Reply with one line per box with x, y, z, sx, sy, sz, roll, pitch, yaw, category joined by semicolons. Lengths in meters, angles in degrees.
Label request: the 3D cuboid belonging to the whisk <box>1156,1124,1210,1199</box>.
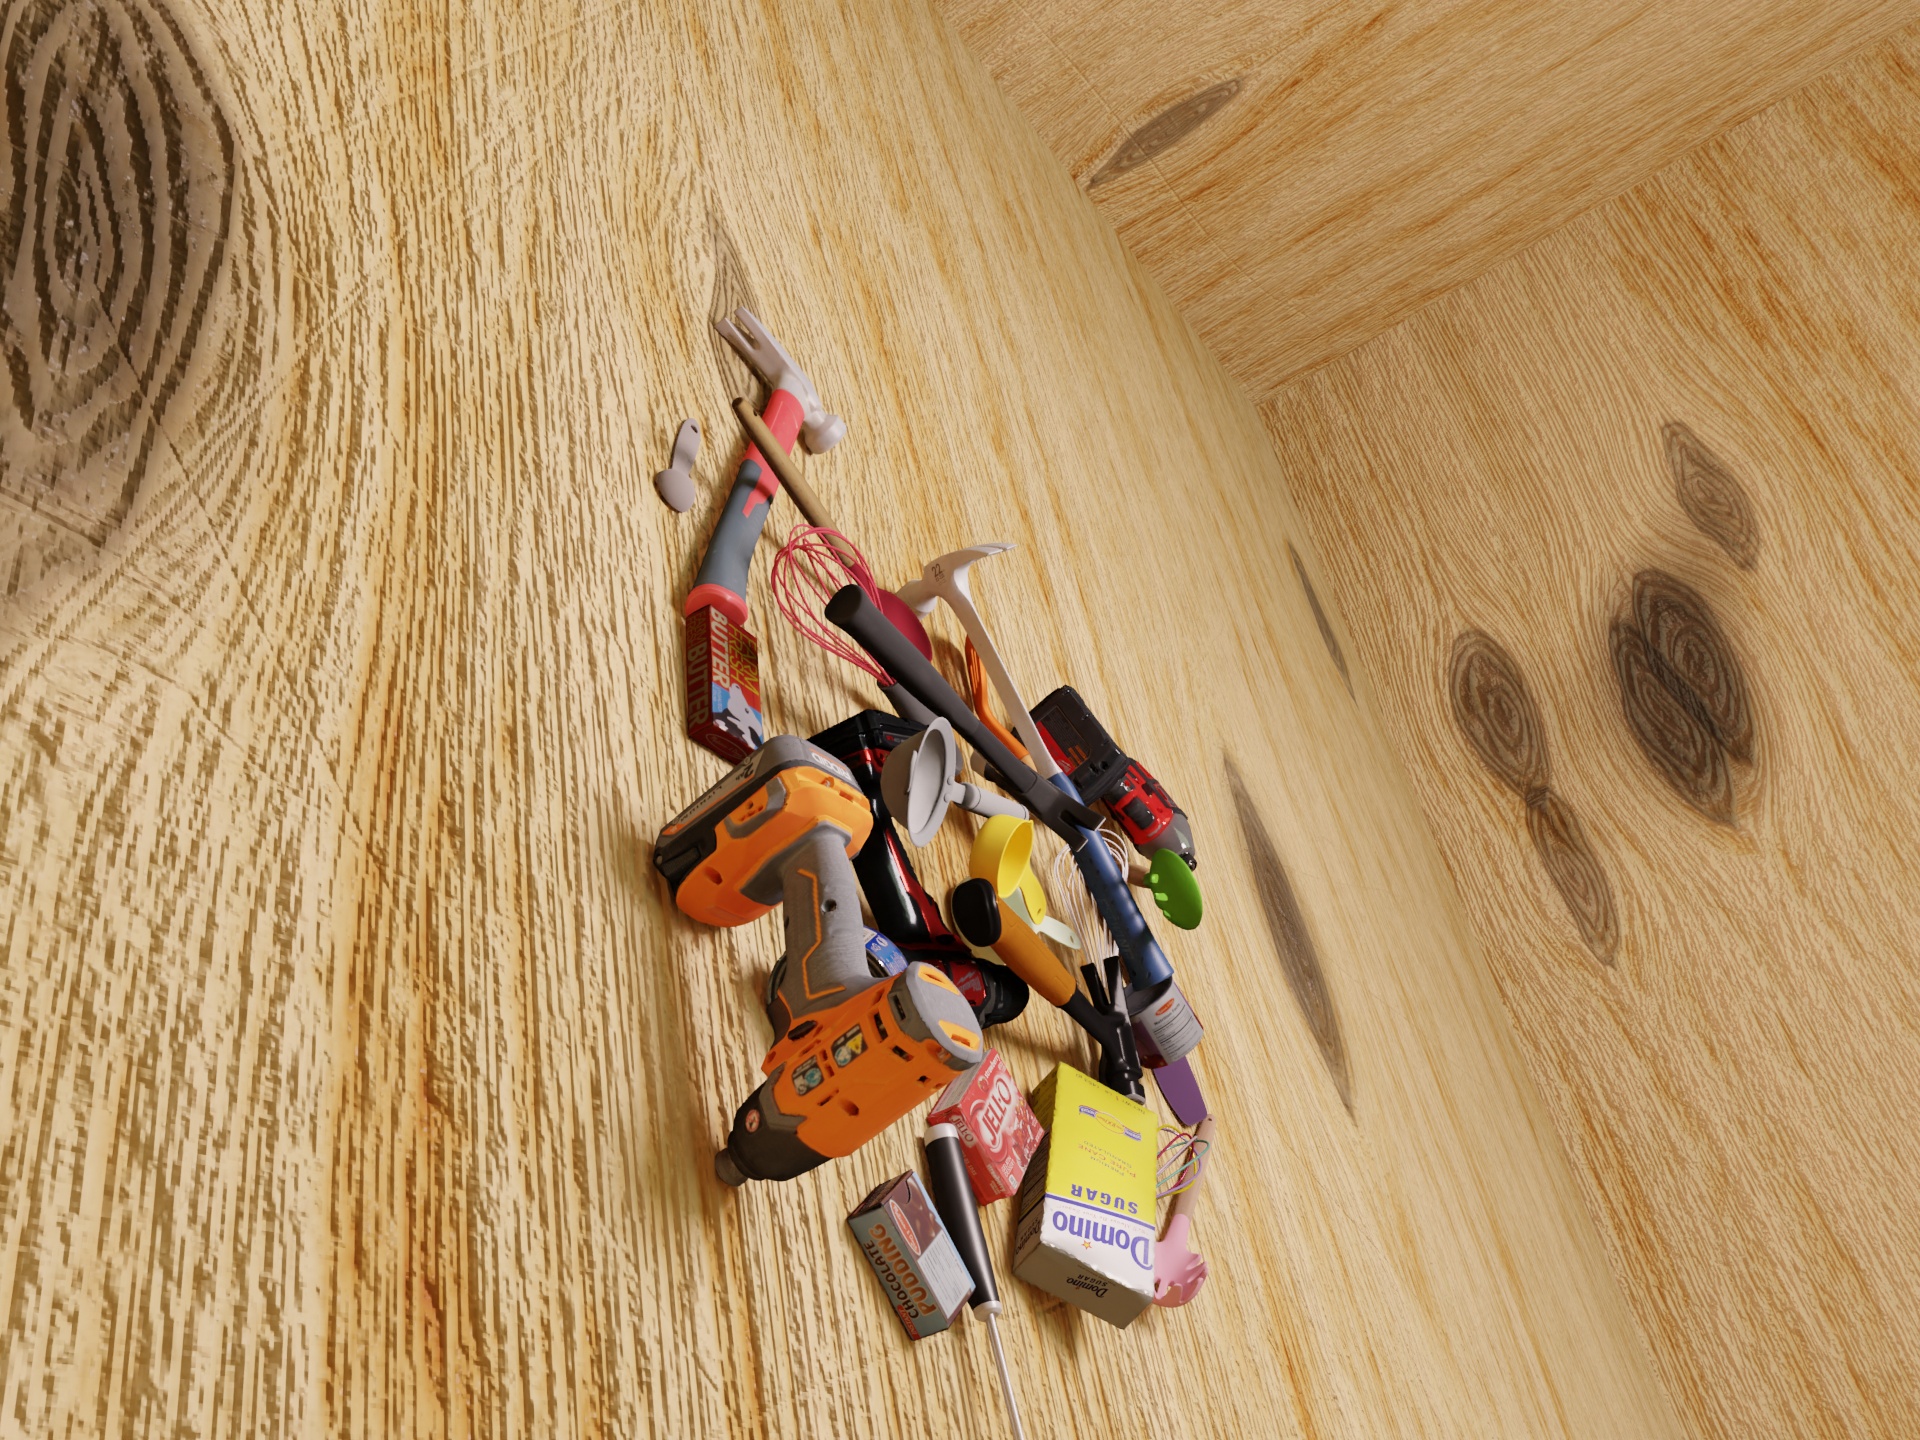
0.137;0.368;1.221;0.245;0.051;0.047;-15;101;-62;whisk

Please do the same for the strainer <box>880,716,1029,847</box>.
-0.002;0.052;1.105;0.258;0.050;0.087;27;74;-64;strainer

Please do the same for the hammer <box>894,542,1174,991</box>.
0.075;0.037;1.345;0.035;0.144;0.405;-21;81;-40;hammer

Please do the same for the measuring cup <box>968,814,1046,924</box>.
0.037;0.116;1.161;0.062;0.029;0.156;-65;158;-20;measuring cup

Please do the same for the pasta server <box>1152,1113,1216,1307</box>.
0.187;0.393;1.311;0.316;0.060;0.040;-37;139;-70;pasta server

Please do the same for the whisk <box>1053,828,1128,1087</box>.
0.122;0.212;1.369;0.070;0.070;0.285;40;35;-42;whisk

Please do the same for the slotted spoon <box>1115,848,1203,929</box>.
0.165;0.142;1.413;0.314;0.031;0.070;154;-82;-86;slotted spoon

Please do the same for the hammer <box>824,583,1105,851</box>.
-0.002;-0.004;1.186;0.146;0.035;0.334;37;-5;38;hammer

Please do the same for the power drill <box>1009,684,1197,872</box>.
0.149;0.068;1.529;0.219;0.078;0.143;38;13;-49;power drill

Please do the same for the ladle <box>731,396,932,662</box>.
-0.100;-0.143;1.266;0.315;0.031;0.069;55;22;-47;ladle

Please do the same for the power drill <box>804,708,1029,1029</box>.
-0.028;0.117;1.128;0.187;0.080;0.227;17;51;-60;power drill

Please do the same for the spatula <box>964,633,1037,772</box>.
0.077;0.049;1.408;0.323;0.041;0.081;56;-18;17;spatula

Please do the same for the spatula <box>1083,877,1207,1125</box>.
0.153;0.220;1.467;0.059;0.018;0.316;-2;65;-52;spatula

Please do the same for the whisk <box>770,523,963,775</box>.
-0.064;-0.044;1.236;0.295;0.073;0.073;56;20;-45;whisk

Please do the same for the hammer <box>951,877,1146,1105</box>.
0.068;0.184;1.169;0.336;0.034;0.127;51;25;-55;hammer

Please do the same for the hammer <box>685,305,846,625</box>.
-0.169;-0.196;1.240;0.143;0.038;0.387;49;25;-25;hammer

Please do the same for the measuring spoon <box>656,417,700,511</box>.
-0.204;-0.198;1.192;0.034;0.018;0.124;47;25;-30;measuring spoon

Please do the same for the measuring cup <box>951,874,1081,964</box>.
0.046;0.168;1.276;0.167;0.038;0.083;32;36;-54;measuring cup

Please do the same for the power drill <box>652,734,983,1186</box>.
-0.095;0.137;0.884;0.084;0.164;0.227;34;22;-48;power drill

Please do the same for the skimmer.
0.059;0.408;0.948;0.090;0.127;0.364;-3;51;-19;skimmer
